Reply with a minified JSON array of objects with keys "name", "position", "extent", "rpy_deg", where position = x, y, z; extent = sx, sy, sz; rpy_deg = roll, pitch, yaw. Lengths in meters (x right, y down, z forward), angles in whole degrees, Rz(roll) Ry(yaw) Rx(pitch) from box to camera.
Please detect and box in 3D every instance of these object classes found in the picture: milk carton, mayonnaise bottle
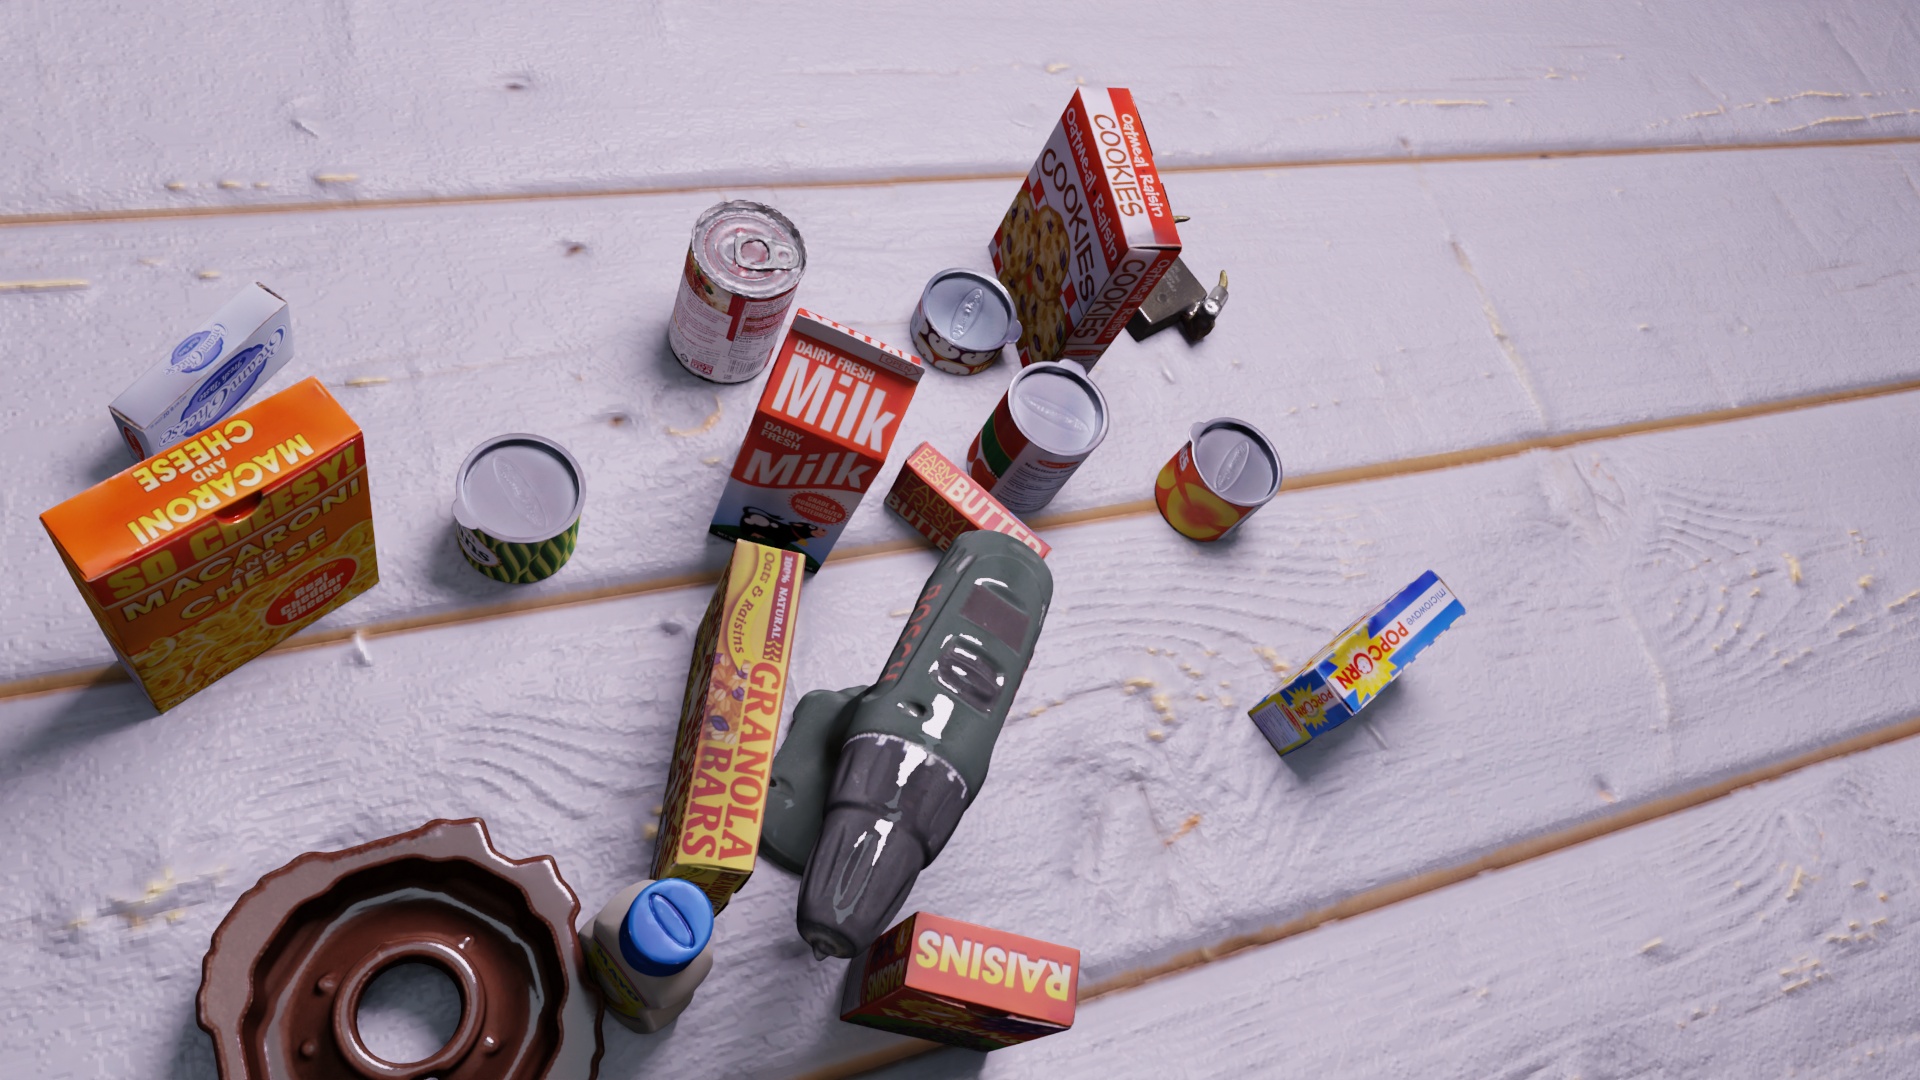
[{"name":"milk carton","position":[-0.079,-0.060,0.766],"extent":[0.072,0.189,0.074],"rpy_deg":[22,60,-9]},{"name":"mayonnaise bottle","position":[-0.144,0.189,0.642],"extent":[0.041,0.147,0.065],"rpy_deg":[-36,81,-31]}]

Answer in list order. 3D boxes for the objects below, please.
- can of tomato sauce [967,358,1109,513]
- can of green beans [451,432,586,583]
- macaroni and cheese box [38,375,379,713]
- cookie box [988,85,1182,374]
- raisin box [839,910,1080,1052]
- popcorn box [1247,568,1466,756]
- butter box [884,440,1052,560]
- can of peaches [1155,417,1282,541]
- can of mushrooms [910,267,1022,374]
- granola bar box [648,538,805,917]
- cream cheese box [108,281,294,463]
[{"name":"can of tomato sauce","position":[0.047,-0.065,0.879],"extent":[0.071,0.082,0.071],"rpy_deg":[8,62,-16]},{"name":"can of green beans","position":[-0.242,-0.017,0.762],"extent":[0.071,0.057,0.071],"rpy_deg":[8,62,-16]},{"name":"macaroni and cheese box","position":[-0.339,0.006,0.650],"extent":[0.124,0.165,0.040],"rpy_deg":[-38,82,-31]},{"name":"cookie box","position":[0.077,-0.192,0.904],"extent":[0.040,0.166,0.123],"rpy_deg":[-5,67,-22]},{"name":"raisin box","position":[-0.003,0.223,0.692],"extent":[0.086,0.122,0.040],"rpy_deg":[18,60,-12]},{"name":"popcorn box","position":[0.252,0.077,0.883],"extent":[0.127,0.085,0.038],"rpy_deg":[-33,80,-30]},{"name":"butter box","position":[0.003,-0.011,0.853],"extent":[0.103,0.053,0.024],"rpy_deg":[41,58,2]},{"name":"can of peaches","position":[0.170,-0.041,0.927],"extent":[0.071,0.057,0.071],"rpy_deg":[8,62,-16]},{"name":"can of mushrooms","position":[0.004,-0.146,0.932],"extent":[0.071,0.033,0.071],"rpy_deg":[8,62,-16]},{"name":"granola bar box","position":[-0.121,0.100,0.710],"extent":[0.039,0.123,0.166],"rpy_deg":[14,61,-14]},{"name":"cream cheese box","position":[-0.401,-0.086,0.740],"extent":[0.024,0.053,0.104],"rpy_deg":[33,58,-2]}]
